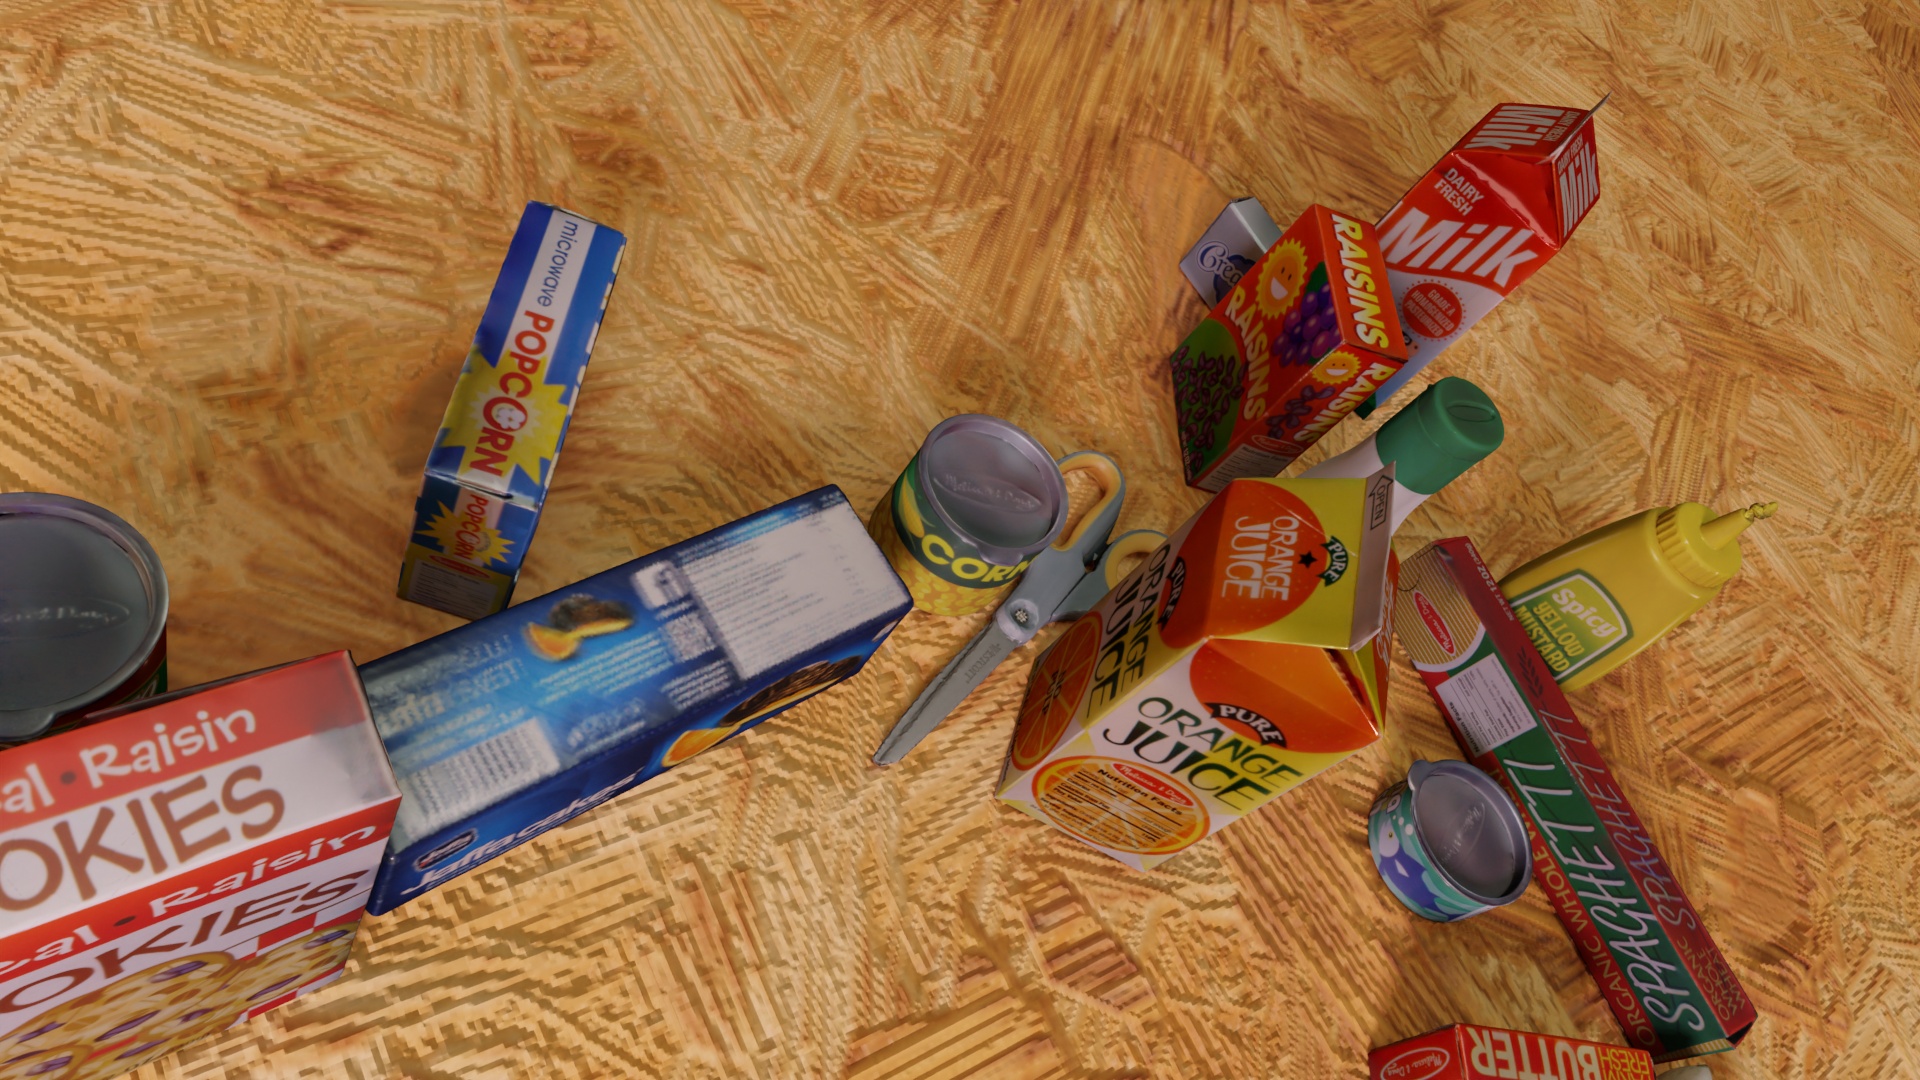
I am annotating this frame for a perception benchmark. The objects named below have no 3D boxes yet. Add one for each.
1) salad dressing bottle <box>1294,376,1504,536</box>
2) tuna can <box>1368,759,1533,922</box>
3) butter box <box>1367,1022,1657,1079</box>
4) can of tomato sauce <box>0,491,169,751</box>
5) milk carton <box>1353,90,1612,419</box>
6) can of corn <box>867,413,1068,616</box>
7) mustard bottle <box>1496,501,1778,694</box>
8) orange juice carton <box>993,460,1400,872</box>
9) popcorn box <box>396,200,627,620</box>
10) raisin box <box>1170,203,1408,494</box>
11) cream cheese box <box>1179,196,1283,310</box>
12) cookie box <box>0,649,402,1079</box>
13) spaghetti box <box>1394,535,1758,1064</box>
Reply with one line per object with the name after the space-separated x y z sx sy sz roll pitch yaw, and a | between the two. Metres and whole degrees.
0.175 -0.017 0.616 0.064 0.147 0.044 1 61 -29 | salad dressing bottle
0.215 0.132 0.618 0.071 0.032 0.071 14 55 -21 | tuna can
0.221 0.215 0.555 0.103 0.053 0.024 15 55 -20 | butter box
-0.257 0.037 0.386 0.071 0.082 0.071 14 55 -21 | can of tomato sauce
0.256 -0.154 0.721 0.073 0.189 0.073 45 50 3 | milk carton
0.002 -0.007 0.573 0.071 0.058 0.071 14 55 -21 | can of corn
0.314 0.021 0.660 0.049 0.159 0.065 -28 77 -38 | mustard bottle
0.092 0.046 0.501 0.073 0.191 0.072 28 51 -11 | orange juice carton
-0.158 -0.046 0.493 0.038 0.084 0.127 19 53 -18 | popcorn box
0.153 -0.087 0.665 0.040 0.122 0.086 14 55 -21 | raisin box
0.165 -0.127 0.743 0.024 0.053 0.104 -22 73 -37 | cream cheese box
-0.207 0.092 0.324 0.123 0.166 0.040 -19 71 -36 | cookie box
0.276 0.116 0.650 0.029 0.050 0.250 -12 67 -34 | spaghetti box
